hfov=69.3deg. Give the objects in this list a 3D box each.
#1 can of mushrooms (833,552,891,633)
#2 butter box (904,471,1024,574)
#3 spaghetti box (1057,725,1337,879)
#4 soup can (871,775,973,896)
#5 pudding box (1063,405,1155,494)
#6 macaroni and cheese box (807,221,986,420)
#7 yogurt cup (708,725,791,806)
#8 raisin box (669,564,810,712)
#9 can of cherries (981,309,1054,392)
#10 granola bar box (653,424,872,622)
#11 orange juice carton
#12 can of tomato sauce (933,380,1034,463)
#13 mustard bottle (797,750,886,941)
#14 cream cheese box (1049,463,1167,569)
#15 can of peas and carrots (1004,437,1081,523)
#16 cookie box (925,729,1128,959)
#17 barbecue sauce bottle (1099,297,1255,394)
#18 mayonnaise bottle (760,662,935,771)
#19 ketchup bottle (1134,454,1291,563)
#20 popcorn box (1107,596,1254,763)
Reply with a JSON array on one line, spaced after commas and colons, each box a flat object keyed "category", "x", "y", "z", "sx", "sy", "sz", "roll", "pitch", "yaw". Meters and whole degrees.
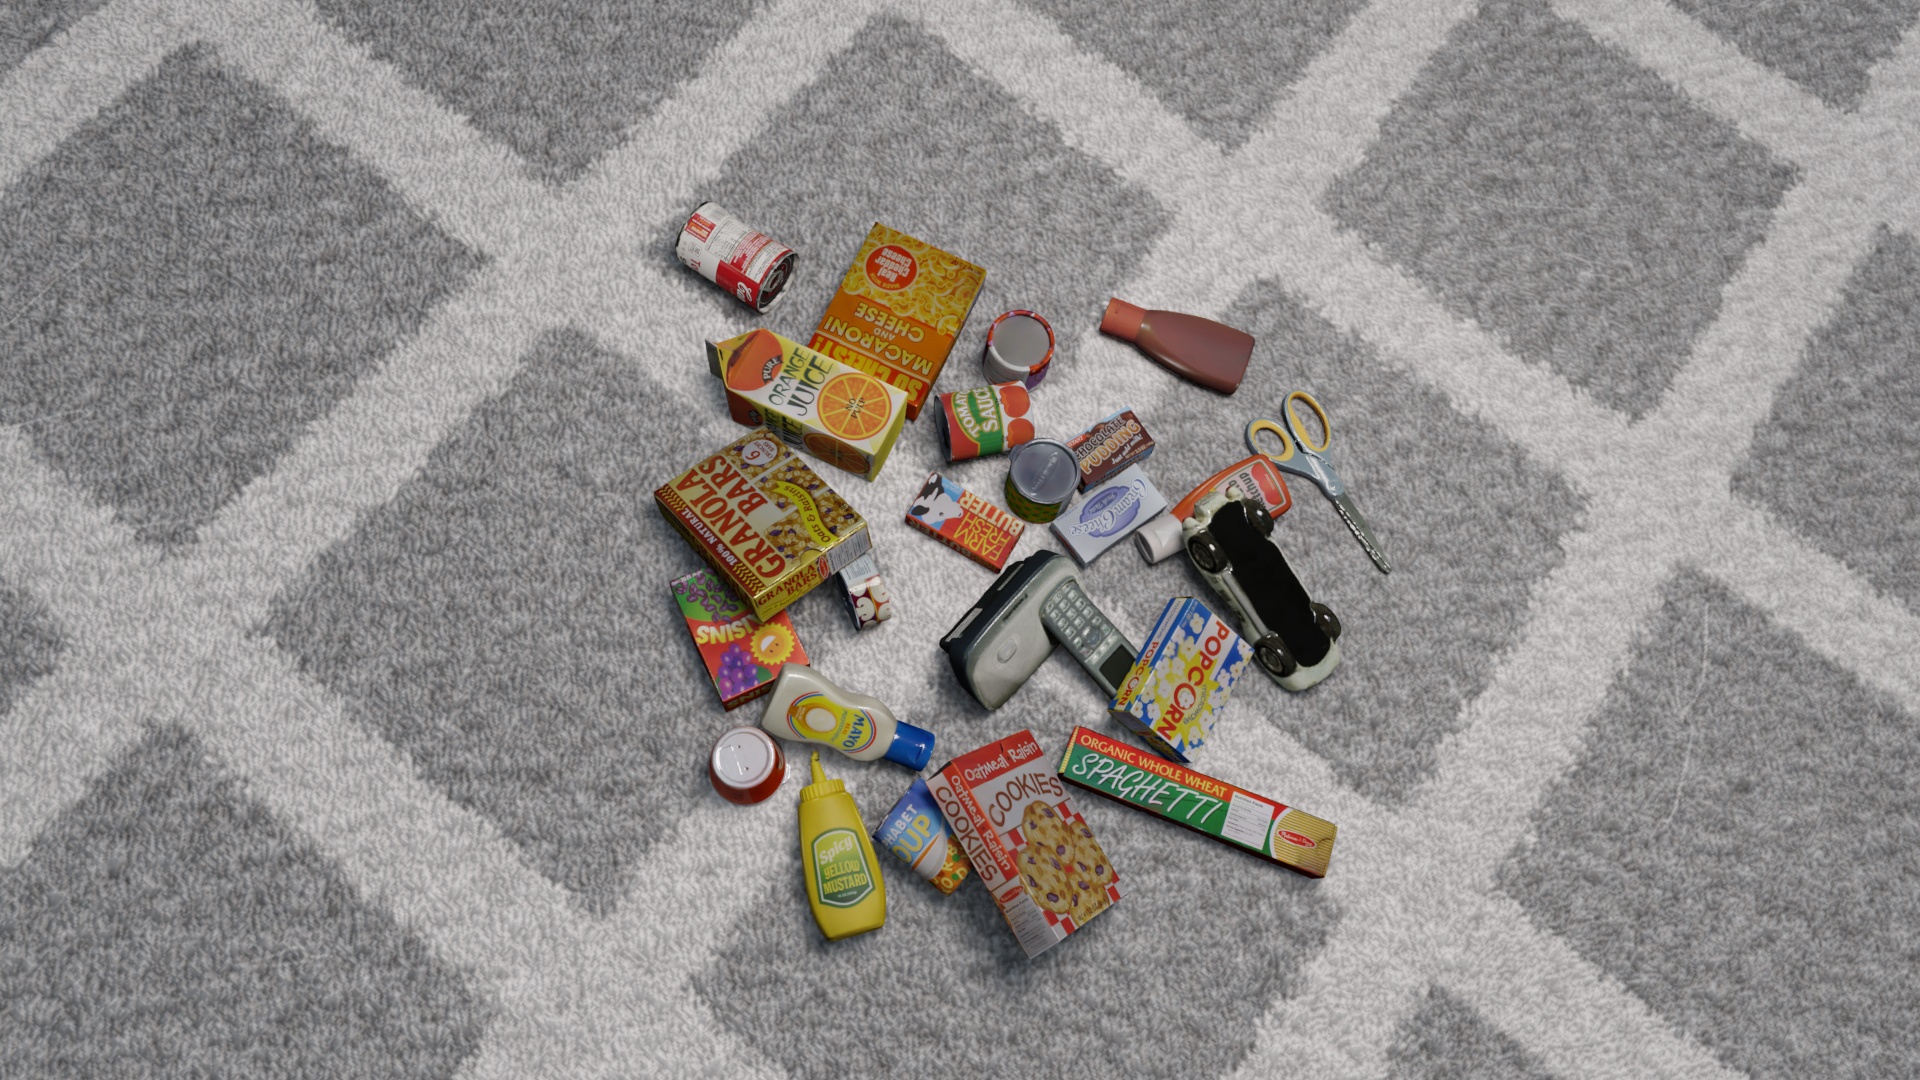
[{"category": "can of mushrooms", "x": -0.088, "y": 0.048, "z": 1.254, "sx": 0.033, "sy": 0.070, "sz": 0.071, "roll": -21, "pitch": 74, "yaw": -13}, {"category": "butter box", "x": 0.005, "y": -0.016, "z": 1.305, "sx": 0.103, "sy": 0.024, "sz": 0.053, "roll": 30, "pitch": 70, "yaw": 5}, {"category": "spaghetti box", "x": 0.209, "y": 0.232, "z": 1.235, "sx": 0.250, "sy": 0.028, "sz": 0.050, "roll": 21, "pitch": 71, "yaw": 2}, {"category": "soup can", "x": -0.024, "y": 0.254, "z": 1.184, "sx": 0.084, "sy": 0.071, "sz": 0.071, "roll": 37, "pitch": 72, "yaw": 8}, {"category": "pudding box", "x": 0.140, "y": -0.088, "z": 1.339, "sx": 0.084, "sy": 0.030, "sz": 0.050, "roll": -29, "pitch": 75, "yaw": -14}, {"category": "macaroni and cheese box", "x": -0.064, "y": -0.215, "z": 1.360, "sx": 0.124, "sy": 0.040, "sz": 0.167, "roll": 24, "pitch": 70, "yaw": 3}, {"category": "yogurt cup", "x": -0.186, "y": 0.192, "z": 1.200, "sx": 0.072, "sy": 0.053, "sz": 0.072, "roll": 1, "pitch": 71, "yaw": -4}, {"category": "raisin box", "x": -0.198, "y": 0.079, "z": 1.246, "sx": 0.086, "sy": 0.040, "sz": 0.123, "roll": -24, "pitch": 73, "yaw": -14}, {"category": "can of cherries", "x": 0.057, "y": -0.185, "z": 1.350, "sx": 0.071, "sy": 0.058, "sz": 0.071, "roll": 1, "pitch": 71, "yaw": -4}, {"category": "granola bar box", "x": -0.178, "y": -0.020, "z": 1.246, "sx": 0.124, "sy": 0.038, "sz": 0.166, "roll": -35, "pitch": 56, "yaw": -21}, {"category": "orange juice carton", "x": -0.152, "y": -0.135, "z": 1.307, "sx": 0.193, "sy": 0.071, "sz": 0.073, "roll": 24, "pitch": 70, "yaw": 3}, {"category": "can of tomato sauce", "x": 0.023, "y": -0.114, "z": 1.316, "sx": 0.083, "sy": 0.071, "sz": 0.071, "roll": -11, "pitch": 73, "yaw": -9}, {"category": "mustard bottle", "x": -0.109, "y": 0.257, "z": 1.186, "sx": 0.065, "sy": 0.048, "sz": 0.160, "roll": -14, "pitch": 73, "yaw": -11}, {"category": "cream cheese box", "x": 0.141, "y": -0.023, "z": 1.320, "sx": 0.104, "sy": 0.024, "sz": 0.053, "roll": -35, "pitch": 79, "yaw": -15}, {"category": "can of peas and carrots", "x": 0.074, "y": -0.057, "z": 1.307, "sx": 0.071, "sy": 0.058, "sz": 0.071, "roll": 1, "pitch": 70, "yaw": -4}, {"category": "cookie box", "x": 0.058, "y": 0.250, "z": 1.171, "sx": 0.123, "sy": 0.040, "sz": 0.168, "roll": -10, "pitch": 64, "yaw": -56}, {"category": "barbecue sauce bottle", "x": 0.213, "y": -0.199, "z": 1.378, "sx": 0.148, "sy": 0.043, "sz": 0.065, "roll": 22, "pitch": 70, "yaw": 3}, {"category": "mayonnaise bottle", "x": -0.096, "y": 0.160, "z": 1.211, "sx": 0.148, "sy": 0.041, "sz": 0.064, "roll": 22, "pitch": 98, "yaw": -11}, {"category": "ketchup bottle", "x": 0.237, "y": -0.025, "z": 1.319, "sx": 0.149, "sy": 0.043, "sz": 0.065, "roll": -26, "pitch": 83, "yaw": -12}, {"category": "popcorn box", "x": 0.199, "y": 0.125, "z": 1.250, "sx": 0.085, "sy": 0.038, "sz": 0.127, "roll": 40, "pitch": 70, "yaw": -21}]
